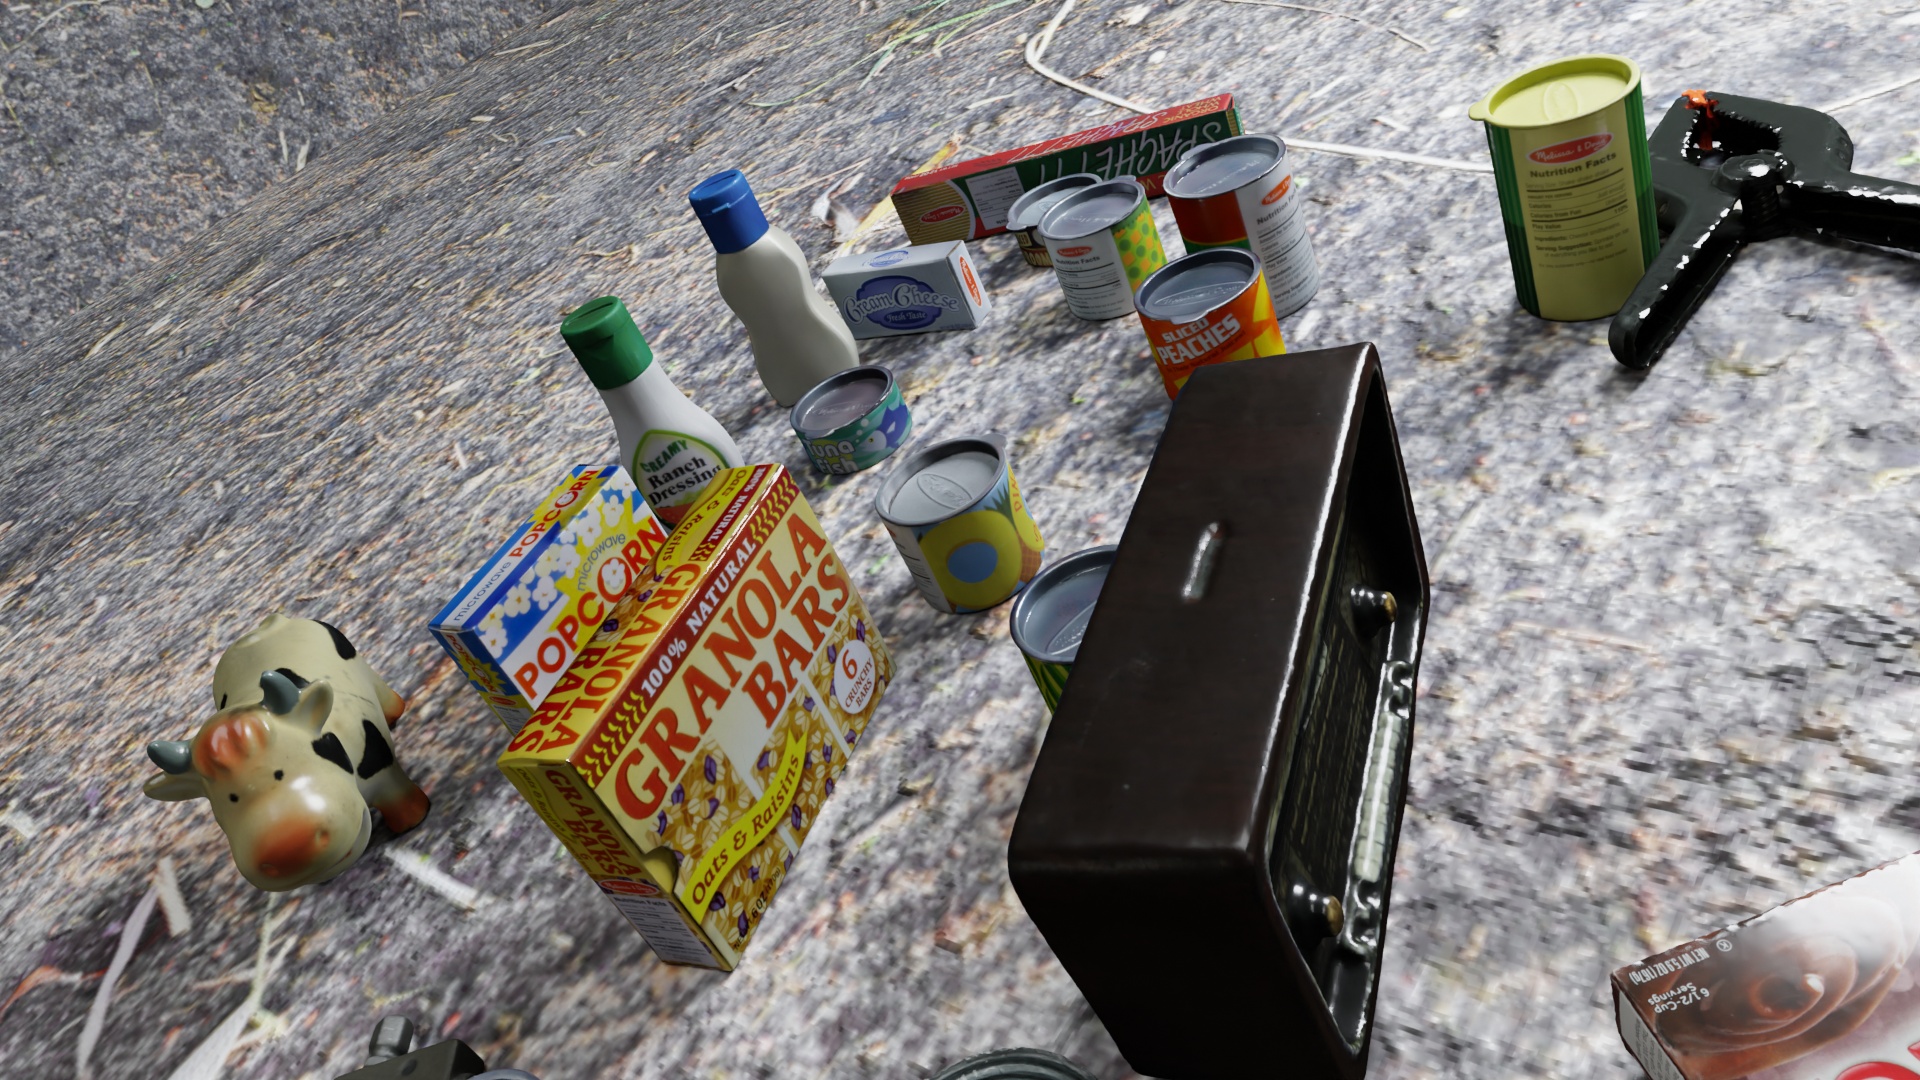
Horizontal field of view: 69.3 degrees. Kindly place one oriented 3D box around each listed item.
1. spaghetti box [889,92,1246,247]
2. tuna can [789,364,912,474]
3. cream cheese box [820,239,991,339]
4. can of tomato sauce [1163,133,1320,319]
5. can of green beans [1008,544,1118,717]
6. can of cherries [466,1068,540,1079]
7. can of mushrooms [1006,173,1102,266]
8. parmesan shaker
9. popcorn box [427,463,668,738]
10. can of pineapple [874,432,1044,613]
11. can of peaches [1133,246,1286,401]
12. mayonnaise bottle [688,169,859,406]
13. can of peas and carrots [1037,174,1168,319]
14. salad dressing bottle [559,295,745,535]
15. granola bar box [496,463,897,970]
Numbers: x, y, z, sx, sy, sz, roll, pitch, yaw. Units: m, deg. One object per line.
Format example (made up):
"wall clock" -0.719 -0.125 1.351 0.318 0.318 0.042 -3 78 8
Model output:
"spaghetti box" 0.073 -0.249 0.949 0.250 0.050 0.029 -8 38 26
"tuna can" -0.064 -0.069 0.811 0.071 0.032 0.071 -18 34 13
"cream cheese box" -0.036 -0.161 0.899 0.104 0.053 0.024 0 42 34
"can of tomato sauce" 0.153 -0.169 0.757 0.071 0.082 0.071 -18 34 13
"can of green beans" 0.060 0.045 0.551 0.071 0.057 0.071 -18 34 13
"can of cherries" -0.149 0.218 0.454 0.071 0.058 0.072 -18 34 13
"can of mushrooms" 0.065 -0.211 0.918 0.071 0.033 0.071 -18 34 13
"parmesan shaker" 0.282 -0.162 0.645 0.071 0.102 0.072 -18 34 13
"popcorn box" -0.202 0.032 0.718 0.038 0.085 0.127 0 41 34
"can of pineapple" 0.002 -0.008 0.662 0.071 0.057 0.071 -18 34 13
"can of peaches" 0.128 -0.108 0.713 0.071 0.057 0.071 -18 34 13
"mayonnaise bottle" -0.118 -0.156 0.862 0.065 0.147 0.041 -21 34 7
"can of peas and carrots" 0.088 -0.175 0.831 0.071 0.058 0.071 -18 34 13
"salad dressing bottle" -0.169 -0.065 0.771 0.064 0.147 0.044 -24 33 4
"granola bar box" -0.095 0.068 0.563 0.039 0.123 0.166 -3 40 31
